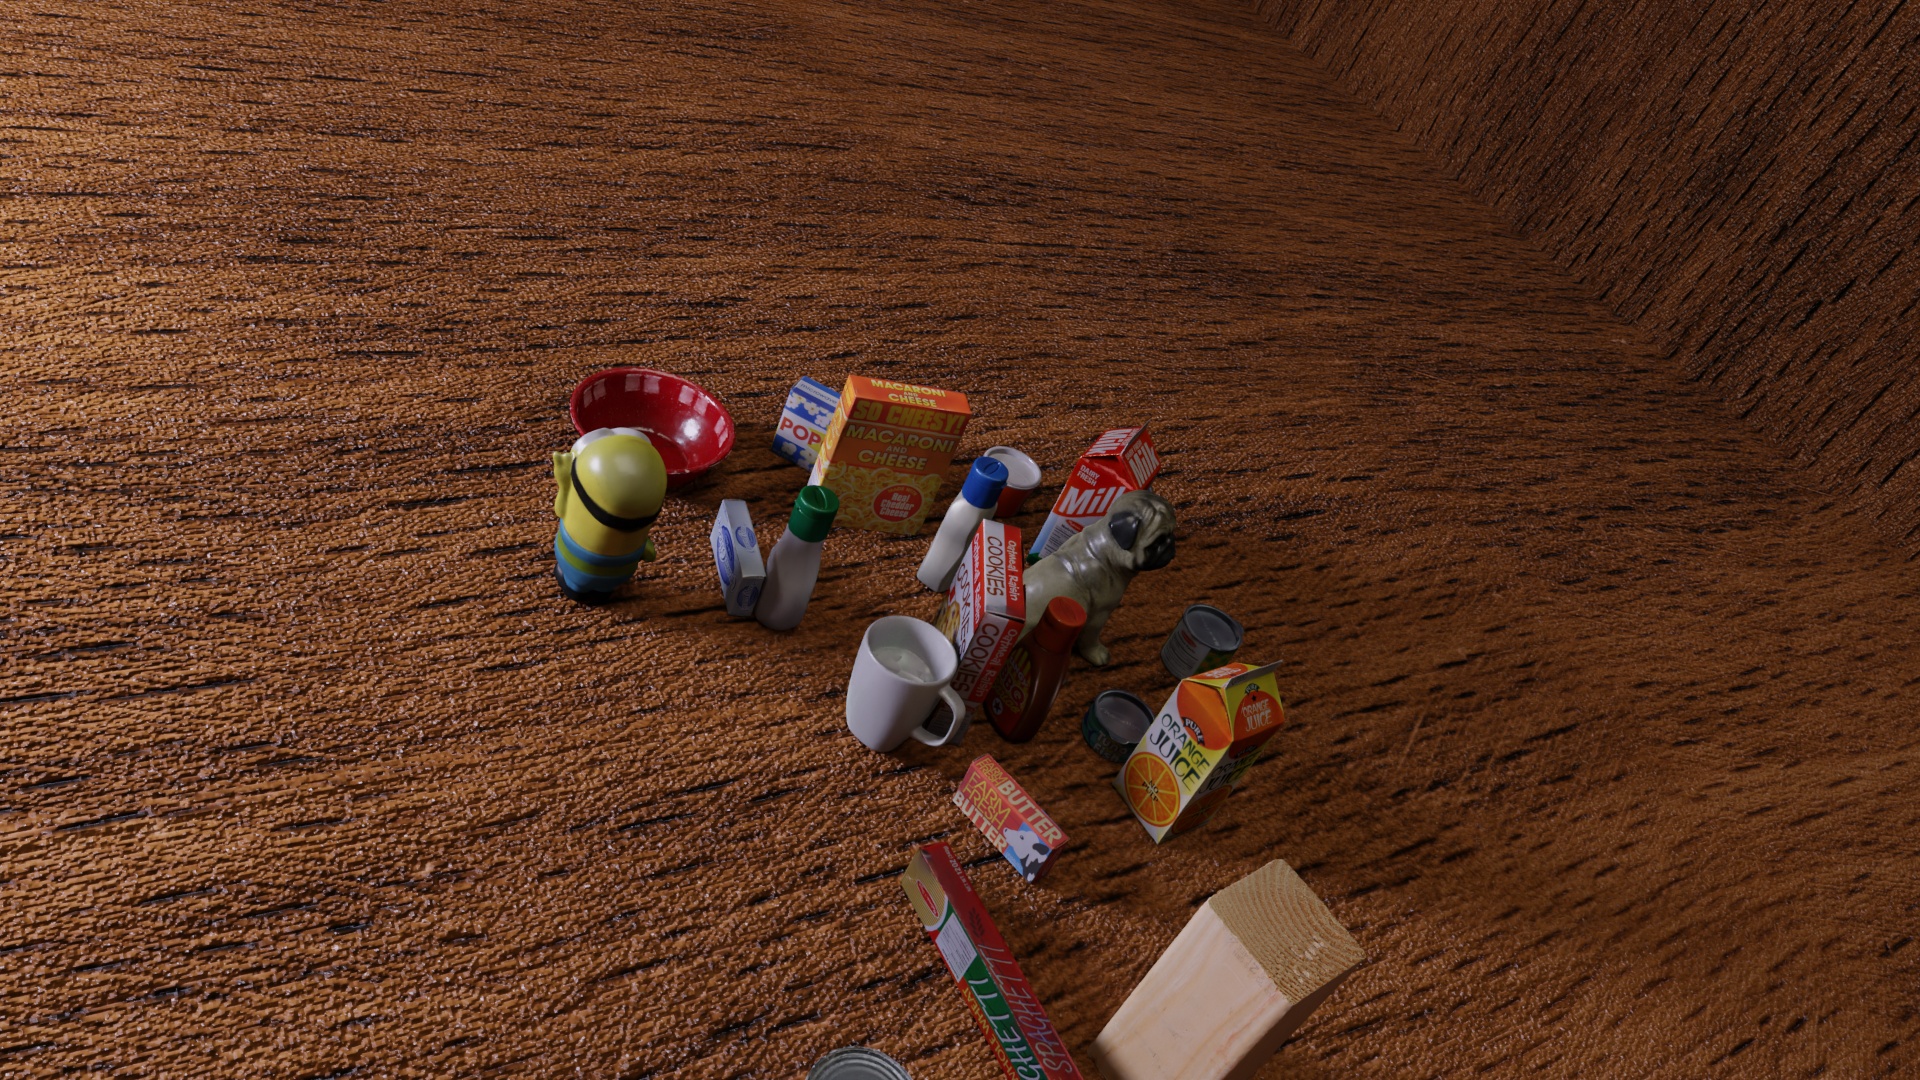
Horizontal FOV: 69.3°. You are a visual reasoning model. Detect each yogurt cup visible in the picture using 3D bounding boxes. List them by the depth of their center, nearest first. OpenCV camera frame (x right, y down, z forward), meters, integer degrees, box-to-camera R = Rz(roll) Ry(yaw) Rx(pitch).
[{"bbox_3d":[0.048,-0.062,1.525,0.072,0.053,0.073,16,39,-13],"label":"yogurt cup"}]

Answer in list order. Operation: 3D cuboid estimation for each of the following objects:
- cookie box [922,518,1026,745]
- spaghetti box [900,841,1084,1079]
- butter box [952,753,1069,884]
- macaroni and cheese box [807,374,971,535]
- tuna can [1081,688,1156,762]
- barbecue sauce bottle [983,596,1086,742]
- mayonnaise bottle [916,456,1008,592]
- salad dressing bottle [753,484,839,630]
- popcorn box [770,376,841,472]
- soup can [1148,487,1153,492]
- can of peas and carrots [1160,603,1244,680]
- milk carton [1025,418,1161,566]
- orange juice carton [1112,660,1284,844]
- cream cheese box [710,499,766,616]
[{"bbox_3d":[0.010,0.082,1.241,0.040,0.166,0.123,15,39,-13],"label":"cookie box"},{"bbox_3d":[0.028,0.342,1.041,0.029,0.050,0.251,-7,48,-35],"label":"spaghetti box"},{"bbox_3d":[0.041,0.234,1.172,0.024,0.052,0.104,-22,57,-44],"label":"butter box"},{"bbox_3d":[-0.076,-0.083,1.388,0.124,0.165,0.040,7,41,-23],"label":"macaroni and cheese box"},{"bbox_3d":[0.150,0.178,1.317,0.071,0.032,0.071,16,39,-13],"label":"tuna can"},{"bbox_3d":[0.069,0.113,1.252,0.044,0.147,0.065,-3,46,-32],"label":"barbecue sauce bottle"},{"bbox_3d":[0.005,-0.017,1.370,0.041,0.147,0.065,35,38,12],"label":"mayonnaise bottle"},{"bbox_3d":[-0.147,0.016,1.247,0.044,0.146,0.064,5,42,-25],"label":"salad dressing bottle"},{"bbox_3d":[-0.127,-0.105,1.451,0.127,0.084,0.038,28,37,3],"label":"popcorn box"},{"bbox_3d":[0.165,-0.035,1.534,0.071,0.083,0.072,16,39,-13],"label":"soup can"},{"bbox_3d":[0.250,0.108,1.433,0.071,0.058,0.071,16,39,-13],"label":"can of peas and carrots"},{"bbox_3d":[0.146,-0.042,1.444,0.073,0.189,0.073,33,38,9],"label":"milk carton"},{"bbox_3d":[0.217,0.176,1.226,0.072,0.191,0.073,-11,50,-38],"label":"orange juice carton"},{"bbox_3d":[-0.207,0.016,1.290,0.024,0.053,0.104,3,43,-26],"label":"cream cheese box"}]
